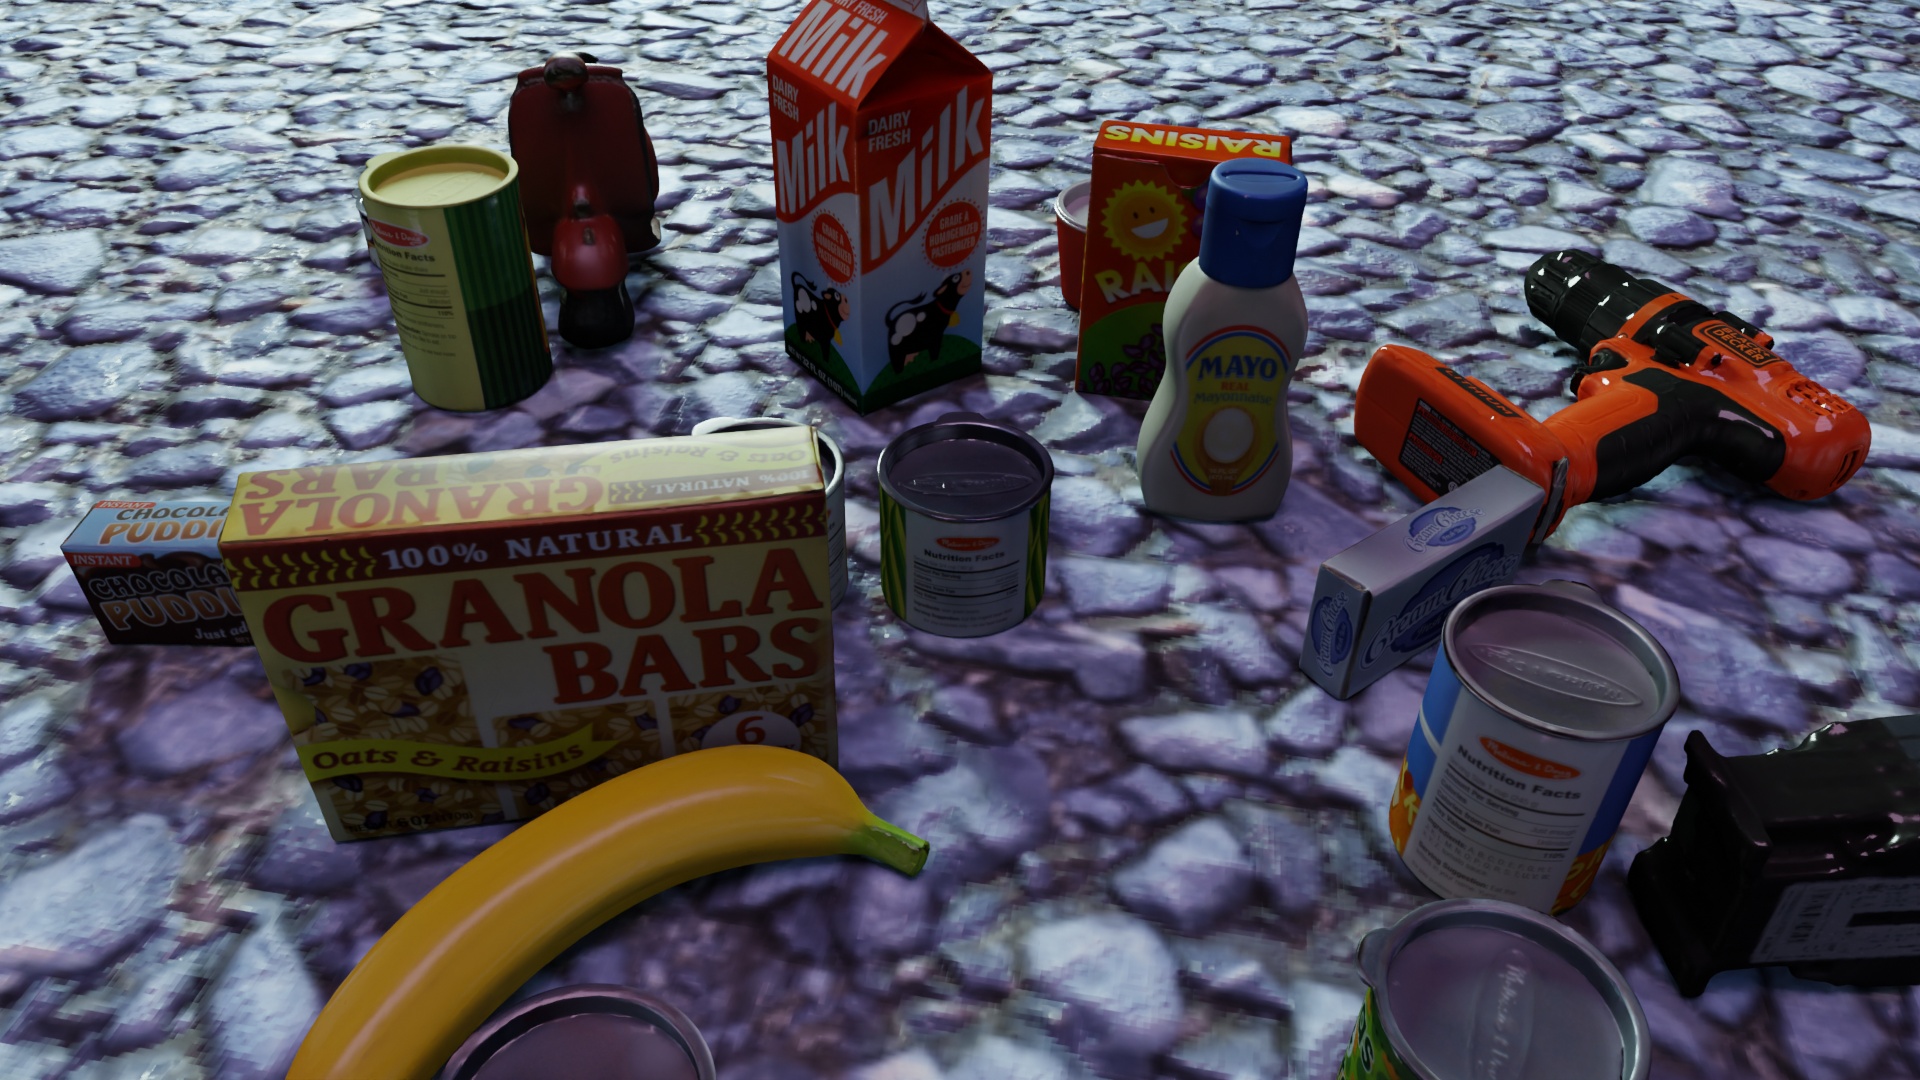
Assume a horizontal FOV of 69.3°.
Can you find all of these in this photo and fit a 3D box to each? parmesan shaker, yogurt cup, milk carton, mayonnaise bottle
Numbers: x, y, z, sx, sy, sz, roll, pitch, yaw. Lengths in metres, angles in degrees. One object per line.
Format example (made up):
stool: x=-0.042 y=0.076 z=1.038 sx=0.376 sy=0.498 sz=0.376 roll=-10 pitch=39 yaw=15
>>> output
parmesan shaker: x=-0.230 y=-0.120 z=0.636 sx=0.071 sy=0.102 sz=0.072 roll=1 pitch=38 yaw=-1
yogurt cup: x=0.082 y=-0.151 z=0.724 sx=0.072 sy=0.053 sz=0.073 roll=1 pitch=38 yaw=-1
milk carton: x=-0.036 y=-0.161 z=0.623 sx=0.074 sy=0.189 sz=0.072 roll=-24 pitch=45 yaw=-29
mayonnaise bottle: x=0.108 y=-0.076 z=0.555 sx=0.065 sy=0.147 sz=0.041 roll=2 pitch=38 yaw=1

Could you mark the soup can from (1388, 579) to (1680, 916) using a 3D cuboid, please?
soup can: x=0.175 y=0.064 z=0.431 sx=0.071 sy=0.083 sz=0.072 roll=1 pitch=38 yaw=-1

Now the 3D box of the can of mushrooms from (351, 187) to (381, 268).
can of mushrooms: x=-0.293 y=-0.174 z=0.756 sx=0.071 sy=0.033 sz=0.071 roll=1 pitch=38 yaw=-1

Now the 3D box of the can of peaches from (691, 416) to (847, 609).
can of peaches: x=-0.078 y=-0.007 z=0.533 sx=0.071 sy=0.057 sz=0.071 roll=1 pitch=38 yaw=-1

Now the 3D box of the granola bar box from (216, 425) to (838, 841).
granola bar box: x=-0.122 y=0.031 z=0.432 sx=0.166 sy=0.123 sz=0.039 roll=-6 pitch=39 yaw=-9

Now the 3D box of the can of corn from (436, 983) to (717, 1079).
can of corn: x=-0.090 y=0.153 z=0.331 sx=0.071 sy=0.058 sz=0.071 roll=1 pitch=38 yaw=-1

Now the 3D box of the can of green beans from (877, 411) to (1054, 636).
can of green beans: x=0.002 y=-0.005 z=0.534 sx=0.071 sy=0.057 sz=0.071 roll=1 pitch=38 yaw=-1

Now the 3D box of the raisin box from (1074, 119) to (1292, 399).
raisin box: x=0.099 y=-0.124 z=0.635 sx=0.086 sy=0.122 sz=0.040 roll=9 pitch=39 yaw=9

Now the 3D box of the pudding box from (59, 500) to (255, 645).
pudding box: x=-0.274 y=0.012 z=0.511 sx=0.084 sy=0.049 sz=0.030 roll=1 pitch=38 yaw=-1

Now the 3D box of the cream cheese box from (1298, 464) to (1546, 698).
cream cheese box: x=0.173 y=0.015 z=0.518 sx=0.104 sy=0.053 sz=0.024 roll=-25 pitch=45 yaw=-29

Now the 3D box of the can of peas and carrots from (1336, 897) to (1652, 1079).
can of peas and carrots: x=0.132 y=0.136 z=0.359 sx=0.071 sy=0.058 sz=0.071 roll=1 pitch=38 yaw=-1
